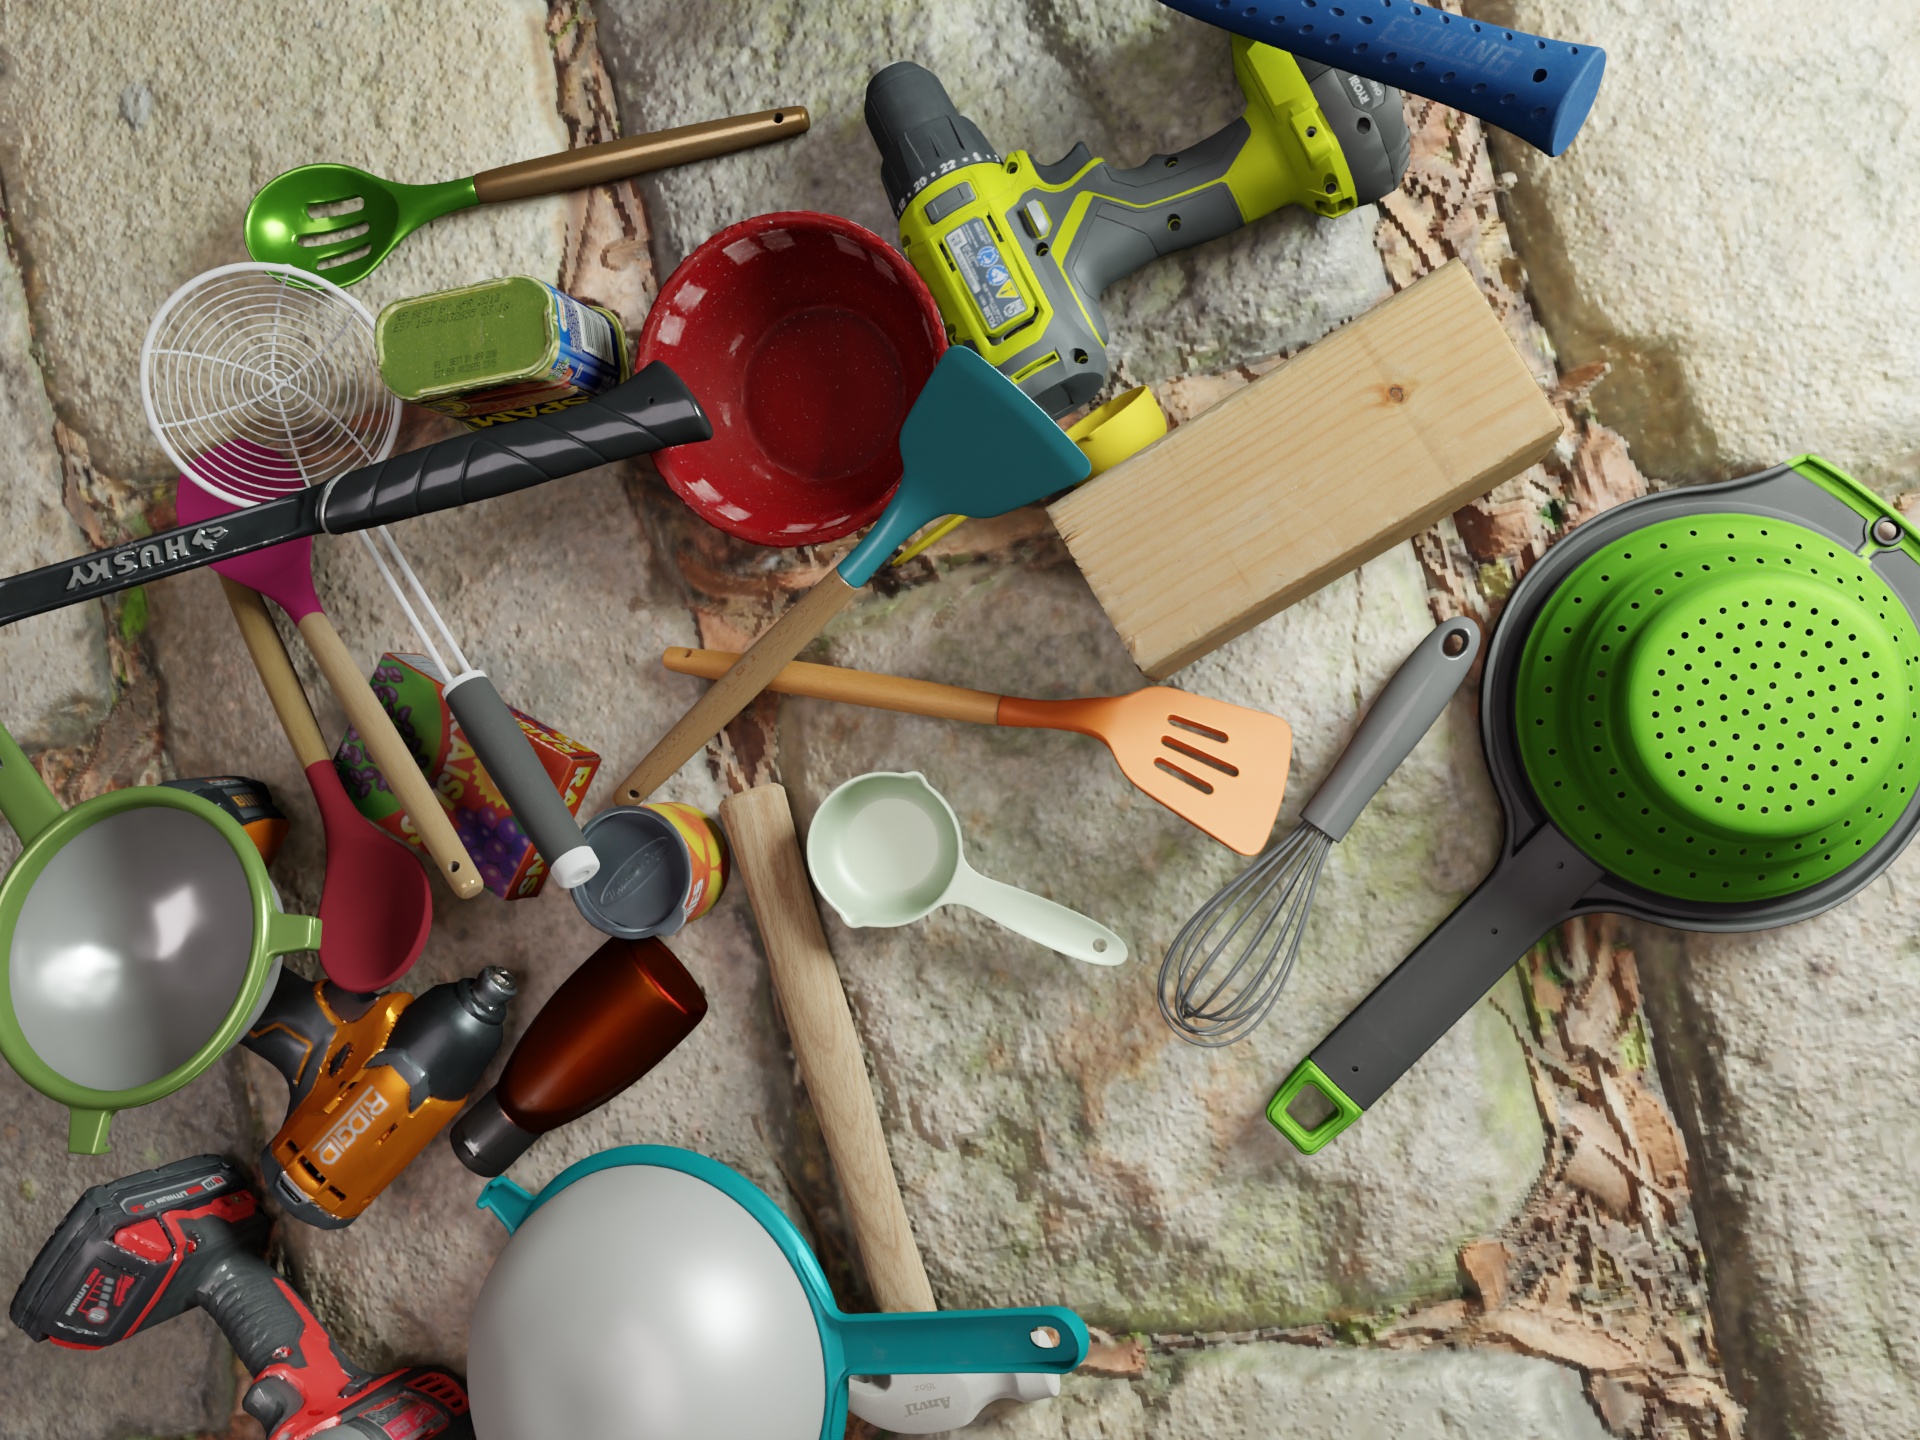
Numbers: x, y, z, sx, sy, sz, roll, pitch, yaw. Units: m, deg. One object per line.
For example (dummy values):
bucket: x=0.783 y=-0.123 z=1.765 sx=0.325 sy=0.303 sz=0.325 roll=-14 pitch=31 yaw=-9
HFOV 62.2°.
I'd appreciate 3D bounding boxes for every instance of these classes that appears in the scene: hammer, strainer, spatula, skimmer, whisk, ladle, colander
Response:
hammer: x=0.086 y=-0.339 z=0.701 sx=0.406 sy=0.035 sz=0.144 roll=31 pitch=92 yaw=25
strainer: x=-0.110 y=0.310 z=0.748 sx=0.340 sy=0.095 sz=0.211 roll=-12 pitch=86 yaw=25
strainer: x=-0.419 y=0.076 z=0.783 sx=0.151 sy=0.069 sz=0.256 roll=-45 pitch=71 yaw=-2
spatula: x=-0.074 y=-0.049 z=0.763 sx=0.082 sy=0.044 sz=0.317 roll=40 pitch=115 yaw=-16
spatula: x=-0.001 y=-0.003 z=0.788 sx=0.323 sy=0.041 sz=0.081 roll=9 pitch=56 yaw=19
hammer: x=-0.061 y=0.194 z=0.804 sx=0.130 sy=0.031 sz=0.331 roll=-19 pitch=86 yaw=11
hammer: x=-0.318 y=-0.095 z=0.765 sx=0.409 sy=0.036 sz=0.149 roll=-15 pitch=76 yaw=2
skimmer: x=-0.288 y=-0.073 z=0.797 sx=0.127 sy=0.090 sz=0.363 roll=-33 pitch=72 yaw=-8
whisk: x=0.172 y=0.052 z=0.749 sx=0.055 sy=0.055 sz=0.239 roll=35 pitch=92 yaw=10
ladle: x=-0.346 y=0.005 z=0.832 sx=0.069 sy=0.031 sz=0.316 roll=-34 pitch=68 yaw=6
colander: x=0.281 y=0.054 z=0.700 sx=0.204 sy=0.094 sz=0.397 roll=44 pitch=98 yaw=9

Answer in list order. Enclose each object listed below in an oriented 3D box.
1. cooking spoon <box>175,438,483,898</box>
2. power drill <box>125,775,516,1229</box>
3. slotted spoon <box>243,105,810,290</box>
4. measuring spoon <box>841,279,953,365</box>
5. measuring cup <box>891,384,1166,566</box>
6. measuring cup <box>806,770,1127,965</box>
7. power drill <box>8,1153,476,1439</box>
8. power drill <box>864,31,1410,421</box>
cooking spoon: x=-0.328 y=-0.033 z=0.830 sx=0.069 sy=0.017 sz=0.319 roll=-33 pitch=67 yaw=-13
power drill: x=-0.350 y=0.134 z=0.842 sx=0.226 sy=0.084 sz=0.164 roll=45 pitch=96 yaw=5
slotted spoon: x=-0.231 y=-0.285 z=0.843 sx=0.314 sy=0.031 sz=0.070 roll=-9 pitch=88 yaw=10
measuring spoon: x=-0.034 y=-0.209 z=0.811 sx=0.117 sy=0.011 sz=0.021 roll=45 pitch=114 yaw=5
measuring cup: x=0.034 y=-0.110 z=0.782 sx=0.156 sy=0.062 sz=0.029 roll=-32 pitch=104 yaw=22
measuring cup: x=0.005 y=0.081 z=0.791 sx=0.167 sy=0.038 sz=0.083 roll=24 pitch=91 yaw=2
power drill: x=-0.362 y=0.328 z=0.812 sx=0.220 sy=0.143 sz=0.078 roll=36 pitch=95 yaw=12
power drill: x=0.075 y=-0.271 z=0.754 sx=0.228 sy=0.080 sz=0.191 roll=-27 pitch=80 yaw=13
